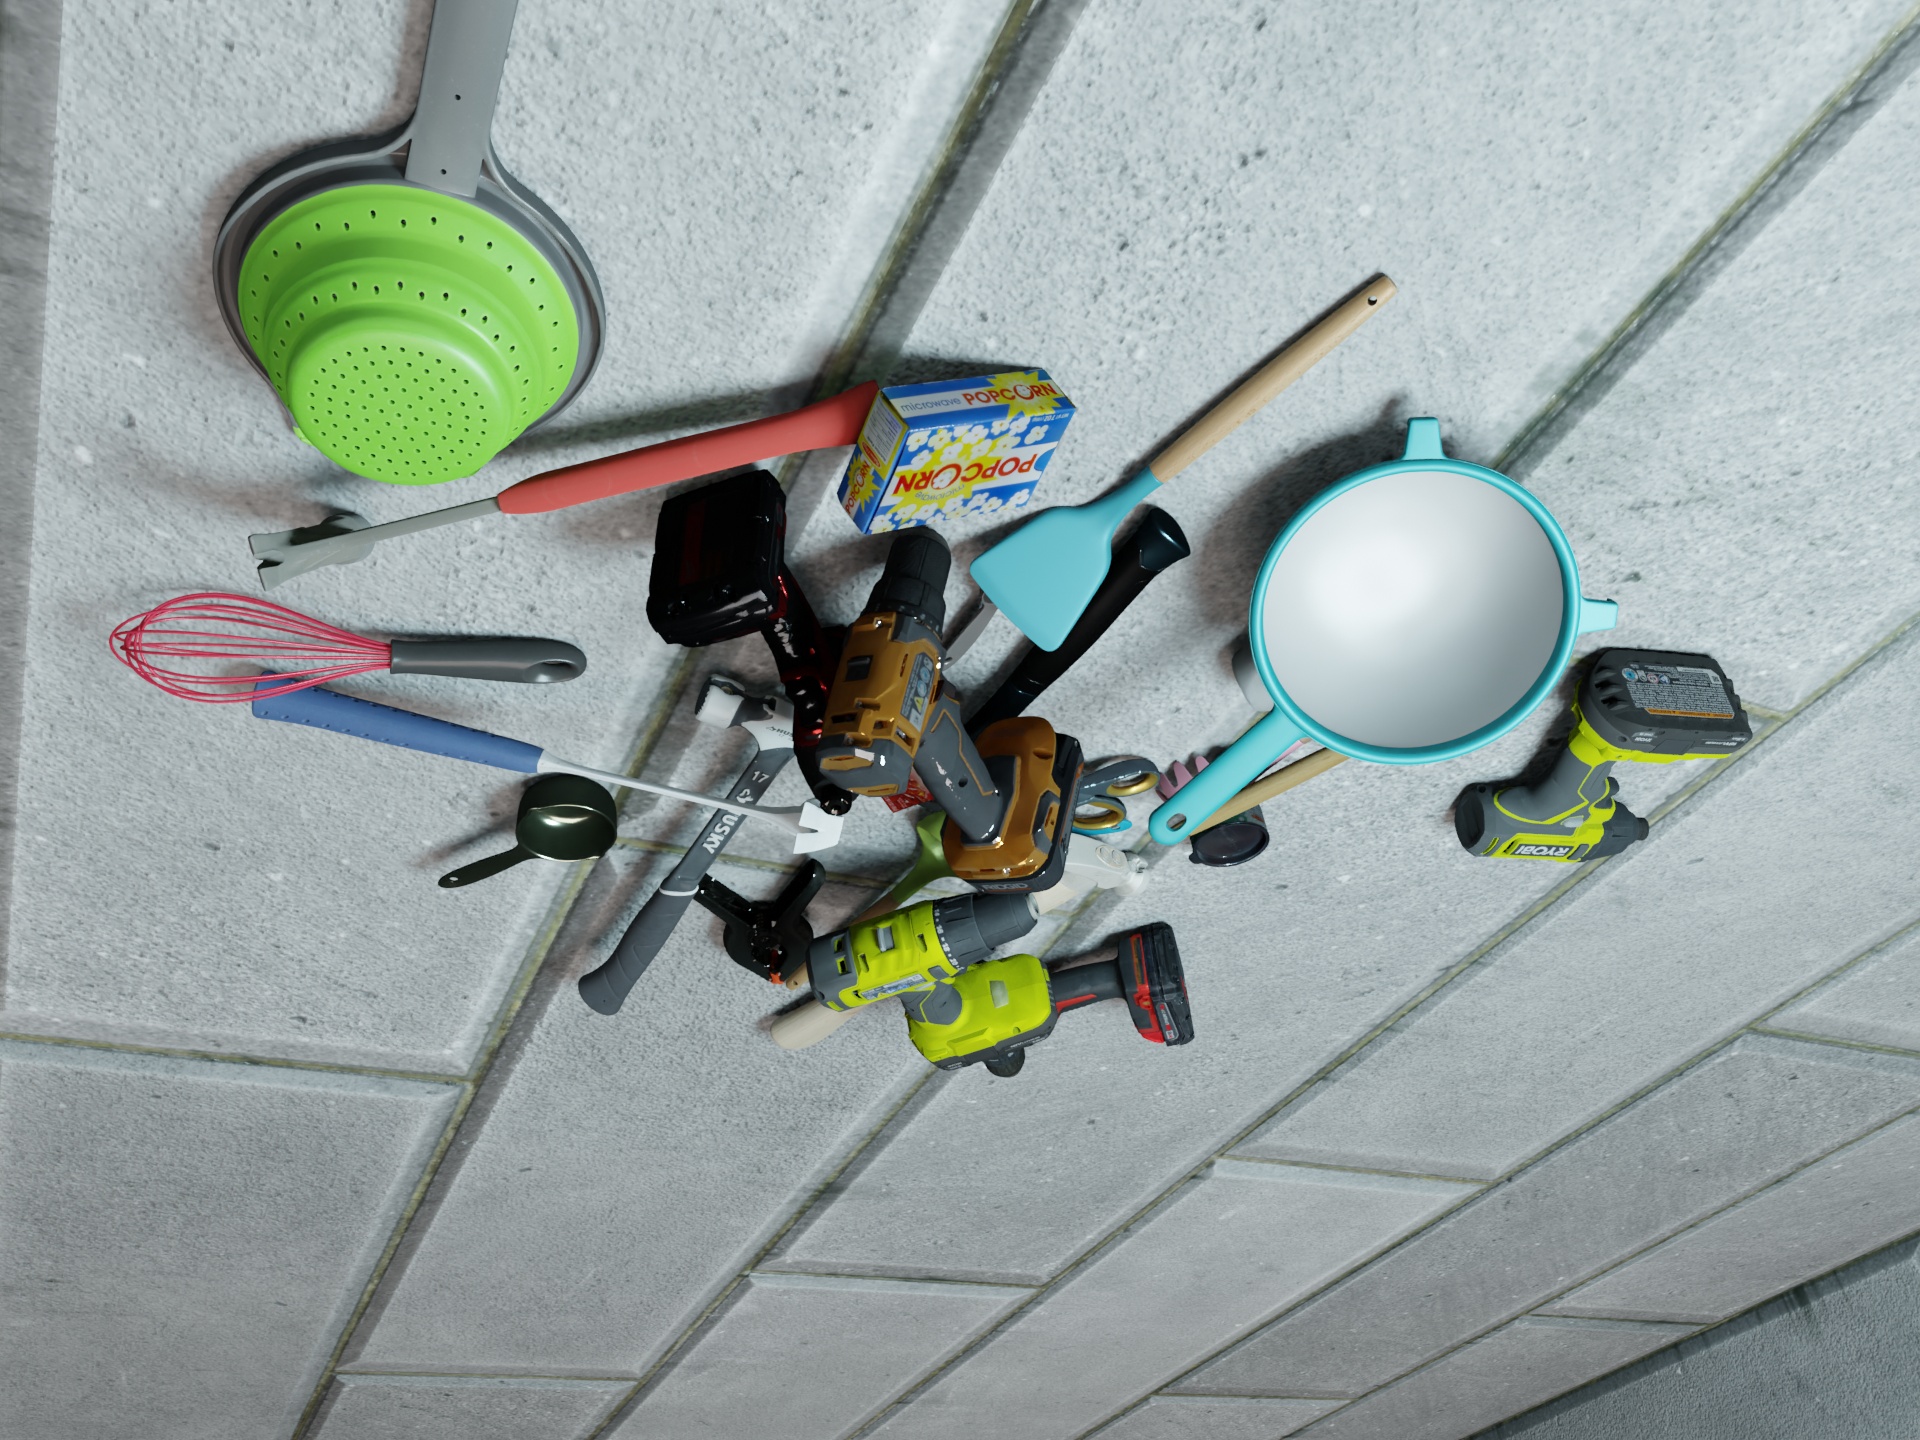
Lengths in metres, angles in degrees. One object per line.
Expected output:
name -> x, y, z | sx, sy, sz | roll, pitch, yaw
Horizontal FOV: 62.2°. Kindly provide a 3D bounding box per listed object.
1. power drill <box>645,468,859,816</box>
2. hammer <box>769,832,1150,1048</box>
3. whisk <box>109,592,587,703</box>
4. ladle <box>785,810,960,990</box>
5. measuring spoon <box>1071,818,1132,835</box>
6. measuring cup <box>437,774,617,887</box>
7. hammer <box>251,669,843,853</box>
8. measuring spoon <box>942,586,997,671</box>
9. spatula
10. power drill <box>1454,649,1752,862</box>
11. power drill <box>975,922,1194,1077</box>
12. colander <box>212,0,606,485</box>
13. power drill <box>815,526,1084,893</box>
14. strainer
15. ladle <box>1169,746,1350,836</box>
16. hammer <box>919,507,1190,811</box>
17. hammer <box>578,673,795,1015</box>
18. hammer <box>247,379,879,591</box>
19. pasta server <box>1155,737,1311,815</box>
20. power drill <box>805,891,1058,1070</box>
power drill -> -0.113, -0.043, 1.033 | 0.078, 0.143, 0.219 | -15, 139, 16
hammer -> -0.031, 0.206, 1.427 | 0.410, 0.038, 0.146 | -33, 147, 30
whisk -> -0.397, -0.043, 1.052 | 0.295, 0.073, 0.073 | 2, 141, -22
ladle -> -0.073, 0.170, 1.376 | 0.078, 0.062, 0.320 | 44, 130, -4
measuring spoon -> 0.082, 0.101, 1.340 | 0.128, 0.021, 0.042 | -6, 142, 0
measuring cup -> -0.342, 0.089, 1.241 | 0.167, 0.038, 0.083 | -23, 139, 20
hammer -> -0.278, 0.030, 1.094 | 0.405, 0.035, 0.144 | 14, 179, -6
measuring spoon -> 0.008, -0.072, 1.121 | 0.034, 0.018, 0.124 | -11, 155, -35
spatula -> 0.143, -0.166, 1.001 | 0.082, 0.044, 0.317 | 46, 120, -10
power drill -> 0.535, 0.042, 1.310 | 0.171, 0.080, 0.223 | 3, 144, -13
power drill -> 0.106, 0.281, 1.531 | 0.226, 0.080, 0.187 | -11, 142, 8
colander -> -0.263, -0.243, 0.791 | 0.204, 0.095, 0.397 | 10, 138, -22
power drill -> -0.002, -0.003, 1.067 | 0.084, 0.185, 0.226 | -7, 146, 33
strainer -> 0.255, -0.042, 1.094 | 0.211, 0.095, 0.340 | 42, 112, -11
ladle -> 0.300, 0.020, 1.237 | 0.315, 0.031, 0.069 | -29, 150, 13
hammer -> 0.057, -0.035, 1.159 | 0.128, 0.033, 0.331 | 15, 136, -30
hammer -> -0.213, 0.123, 1.273 | 0.149, 0.036, 0.408 | 23, 131, -19
hammer -> -0.219, -0.139, 0.925 | 0.359, 0.149, 0.036 | -14, 102, -2
pasta server -> 0.284, -0.008, 1.241 | 0.316, 0.040, 0.060 | -38, 133, 27
power drill -> 0.000, 0.213, 1.341 | 0.190, 0.080, 0.228 | -20, 147, 12
